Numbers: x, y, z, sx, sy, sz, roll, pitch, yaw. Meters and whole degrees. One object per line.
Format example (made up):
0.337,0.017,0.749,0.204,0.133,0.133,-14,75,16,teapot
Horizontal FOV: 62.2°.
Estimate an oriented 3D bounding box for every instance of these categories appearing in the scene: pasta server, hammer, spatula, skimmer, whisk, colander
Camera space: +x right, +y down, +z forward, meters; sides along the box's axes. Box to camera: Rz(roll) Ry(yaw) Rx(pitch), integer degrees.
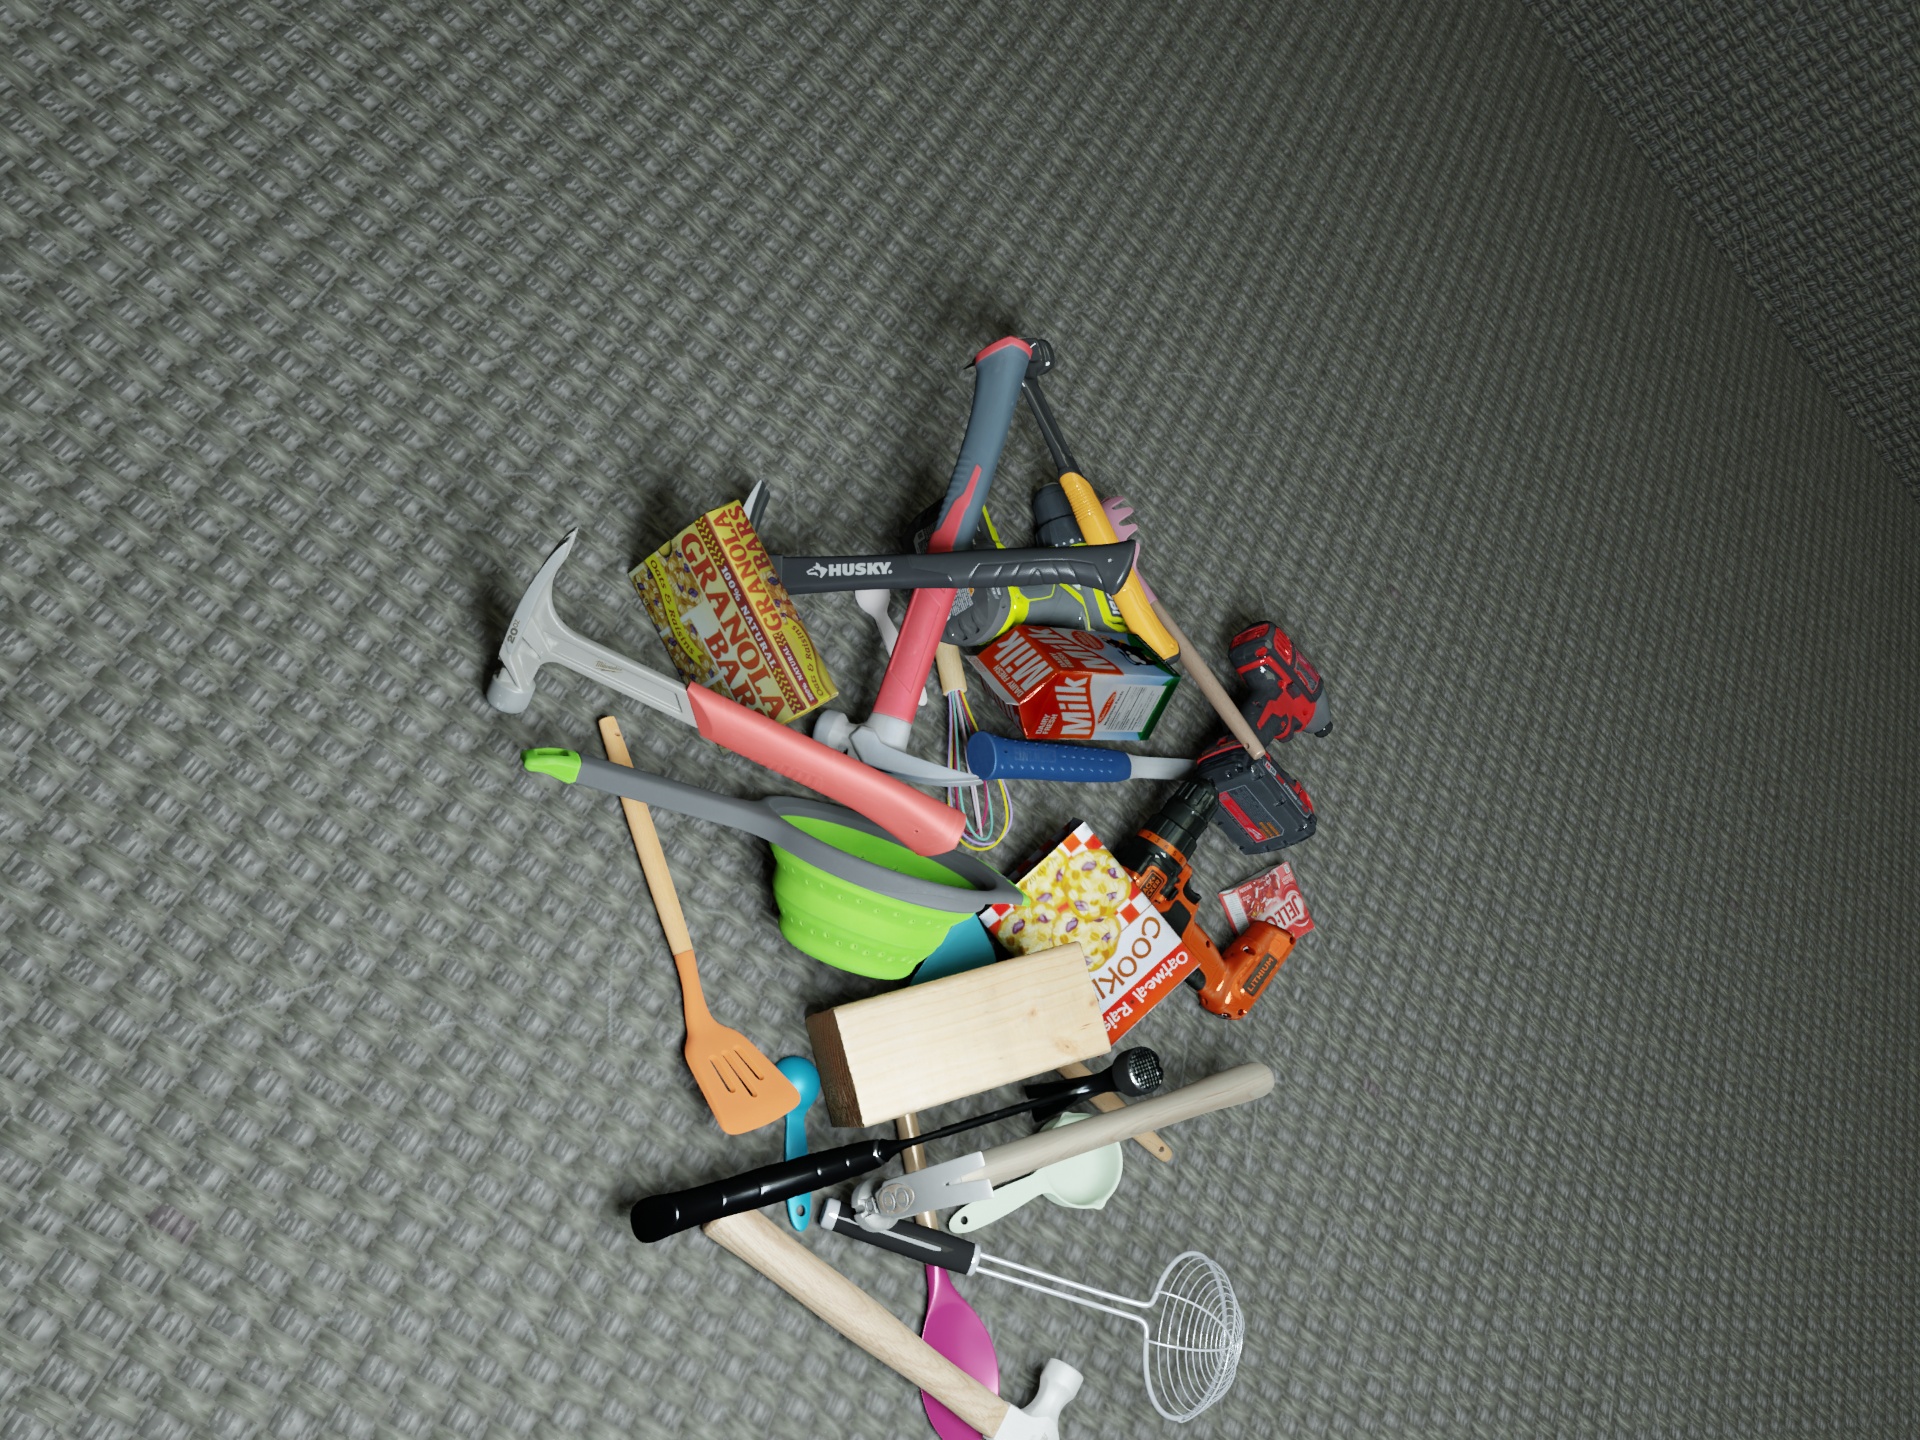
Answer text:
0.203,-0.091,1.513,0.040,0.060,0.316,-15,60,-31,pasta server
-0.155,0.000,1.156,0.359,0.149,0.037,26,28,-12,hammer
0.004,-0.137,1.323,0.143,0.038,0.386,16,80,14,hammer
-0.026,-0.126,1.284,0.335,0.035,0.146,-2,77,4,hammer
0.113,-0.199,1.470,0.127,0.034,0.337,-24,87,-56,hammer
-0.057,0.456,1.171,0.331,0.031,0.130,41,61,-14,hammer
-0.206,0.146,1.176,0.081,0.041,0.323,-11,79,-53,spatula
0.059,0.440,1.236,0.363,0.090,0.127,20,66,-7,skimmer
0.115,0.322,1.250,0.410,0.146,0.038,-5,71,-41,hammer
-0.047,0.313,1.172,0.408,0.149,0.036,-8,73,-33,hammer
0.161,0.048,1.475,0.405,0.035,0.144,5,71,-45,hammer
-0.004,-0.004,1.395,0.051,0.047,0.245,6,65,-45,whisk
-0.144,0.113,1.184,0.396,0.205,0.094,18,95,-26,colander
0.080,0.283,1.348,0.317,0.044,0.082,44,76,-19,spatula

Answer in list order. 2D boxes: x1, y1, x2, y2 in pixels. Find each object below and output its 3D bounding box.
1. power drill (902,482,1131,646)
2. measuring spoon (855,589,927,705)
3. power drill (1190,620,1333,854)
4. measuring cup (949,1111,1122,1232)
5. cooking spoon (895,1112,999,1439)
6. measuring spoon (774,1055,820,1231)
0.058,-0.141,1.456,0.228,0.080,0.191,3,65,-48,power drill
-0.055,-0.071,1.392,0.034,0.018,0.124,-26,91,-41,measuring spoon
0.307,0.018,1.559,0.143,0.078,0.220,47,44,-23,power drill
0.056,0.379,1.303,0.167,0.038,0.083,-19,84,-28,measuring cup
-0.025,0.396,1.239,0.068,0.017,0.319,-5,77,-31,cooking spoon
-0.119,0.315,1.192,0.042,0.021,0.129,9,67,-36,measuring spoon
